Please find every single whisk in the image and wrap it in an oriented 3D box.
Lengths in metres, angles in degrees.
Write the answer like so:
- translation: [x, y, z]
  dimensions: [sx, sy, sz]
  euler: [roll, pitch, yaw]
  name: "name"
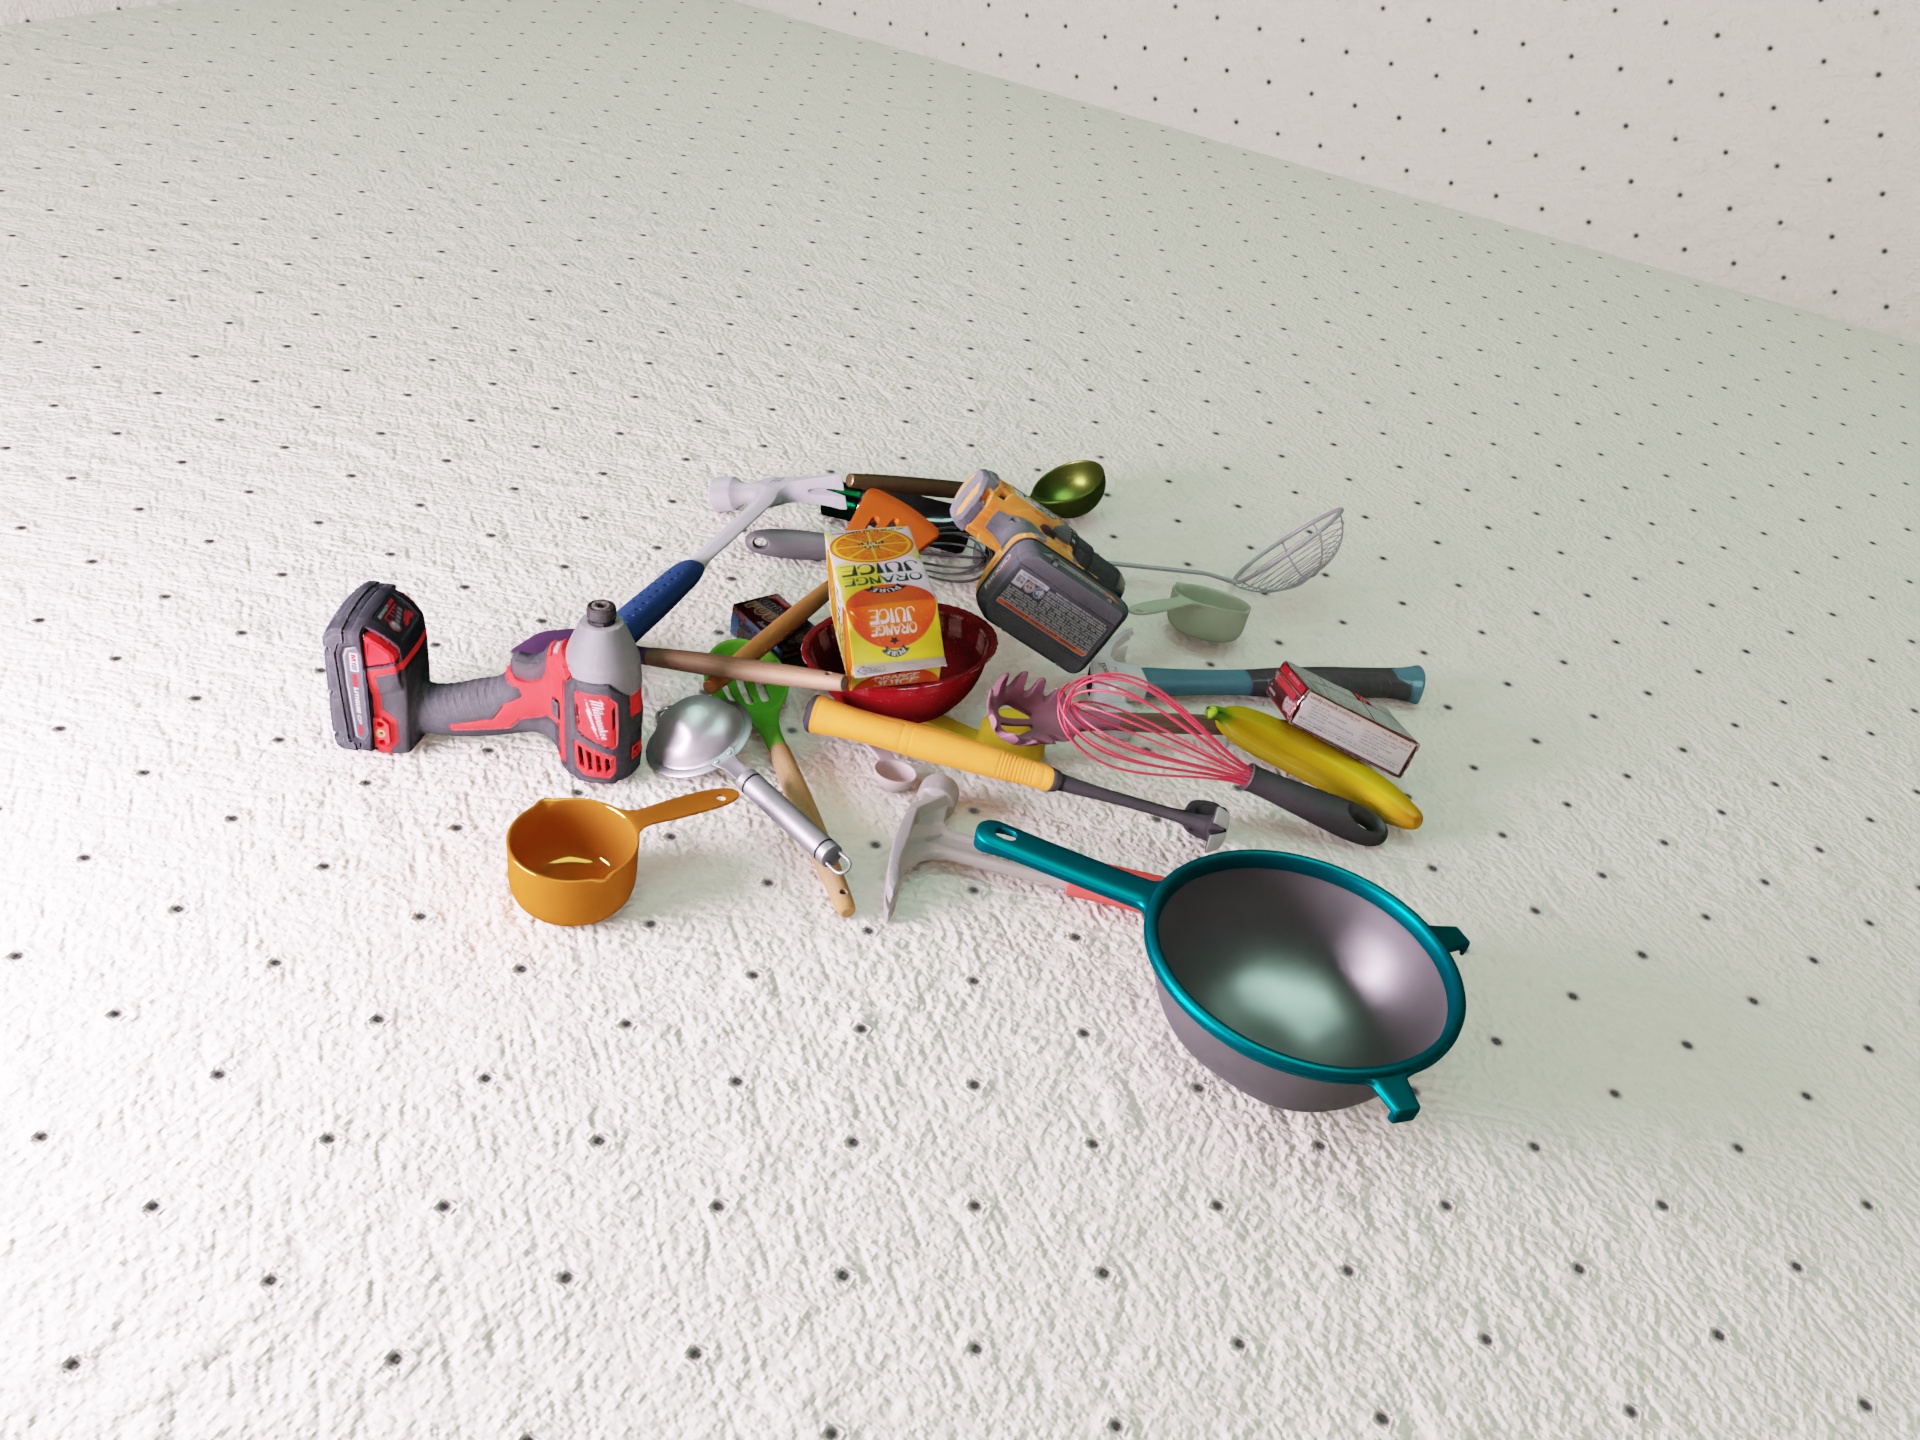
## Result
- translation: [-0.084, -0.164, 1.509]
  dimensions: [0.239, 0.055, 0.055]
  euler: [3, 35, -5]
  name: "whisk"
- translation: [0.210, 0.036, 1.258]
  dimensions: [0.295, 0.073, 0.073]
  euler: [23, 33, -10]
  name: "whisk"

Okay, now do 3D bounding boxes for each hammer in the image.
- translation: [-0.224, -0.137, 1.378]
  dimensions: [0.144, 0.035, 0.406]
  euler: [-1, 27, 18]
  name: "hammer"
- translation: [0.126, 0.130, 1.158]
  dimensions: [0.359, 0.036, 0.149]
  euler: [14, 35, 5]
  name: "hammer"
- translation: [0.270, -0.033, 1.430]
  dimensions: [0.331, 0.033, 0.128]
  euler: [0, 37, -16]
  name: "hammer"
- translation: [0.040, 0.038, 1.216]
  dimensions: [0.337, 0.034, 0.127]
  euler: [15, 1, 7]
  name: "hammer"

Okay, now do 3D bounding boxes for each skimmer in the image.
- translation: [0.195, -0.180, 1.568]
  dimensions: [0.363, 0.090, 0.127]
  euler: [4, 3, -5]
  name: "skimmer"

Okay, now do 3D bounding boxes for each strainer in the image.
- translation: [0.158, 0.164, 1.069]
  dimensions: [0.340, 0.095, 0.211]
  euler: [21, 35, 16]
  name: "strainer"
- translation: [-0.161, 0.040, 1.187]
  dimensions: [0.087, 0.050, 0.259]
  euler: [-37, 52, -21]
  name: "strainer"

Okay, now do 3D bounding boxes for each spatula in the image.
- translation: [-0.224, -0.049, 1.262]
  dimensions: [0.316, 0.018, 0.060]
  euler: [8, 31, 28]
  name: "spatula"
- translation: [-0.125, -0.109, 1.367]
  dimensions: [0.081, 0.041, 0.323]
  euler: [34, 40, 7]
  name: "spatula"

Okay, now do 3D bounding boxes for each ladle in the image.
- translation: [0.019, -0.238, 1.573]
  dimensions: [0.320, 0.062, 0.078]
  euler: [-2, 17, -41]
  name: "ladle"

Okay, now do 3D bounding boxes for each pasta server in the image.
- translation: [0.156, -0.001, 1.318]
  dimensions: [0.316, 0.040, 0.060]
  euler: [2, 69, -27]
  name: "pasta server"

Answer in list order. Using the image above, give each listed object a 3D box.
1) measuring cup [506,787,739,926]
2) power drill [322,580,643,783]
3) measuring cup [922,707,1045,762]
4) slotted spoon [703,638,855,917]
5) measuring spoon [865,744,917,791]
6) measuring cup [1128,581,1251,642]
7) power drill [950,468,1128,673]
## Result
- translation: [-0.231, 0.089, 1.106]
  dimensions: [0.173, 0.052, 0.095]
  euler: [-16, 43, -36]
  name: "measuring cup"
- translation: [-0.343, -0.033, 1.170]
  dimensions: [0.219, 0.143, 0.079]
  euler: [7, 33, -1]
  name: "power drill"
- translation: [-0.002, -0.004, 1.317]
  dimensions: [0.156, 0.029, 0.062]
  euler: [21, 36, 15]
  name: "measuring cup"
- translation: [-0.135, 0.039, 1.224]
  dimensions: [0.070, 0.031, 0.314]
  euler: [-6, 40, -22]
  name: "slotted spoon"
- translation: [-0.070, 0.024, 1.277]
  dimensions: [0.034, 0.018, 0.124]
  euler: [0, 29, -26]
  name: "measuring spoon"
- translation: [0.202, -0.093, 1.464]
  dimensions: [0.083, 0.038, 0.167]
  euler: [29, 26, 35]
  name: "measuring cup"
- translation: [0.086, -0.128, 1.426]
  dimensions: [0.185, 0.084, 0.226]
  euler: [31, 20, -21]
  name: "power drill"
